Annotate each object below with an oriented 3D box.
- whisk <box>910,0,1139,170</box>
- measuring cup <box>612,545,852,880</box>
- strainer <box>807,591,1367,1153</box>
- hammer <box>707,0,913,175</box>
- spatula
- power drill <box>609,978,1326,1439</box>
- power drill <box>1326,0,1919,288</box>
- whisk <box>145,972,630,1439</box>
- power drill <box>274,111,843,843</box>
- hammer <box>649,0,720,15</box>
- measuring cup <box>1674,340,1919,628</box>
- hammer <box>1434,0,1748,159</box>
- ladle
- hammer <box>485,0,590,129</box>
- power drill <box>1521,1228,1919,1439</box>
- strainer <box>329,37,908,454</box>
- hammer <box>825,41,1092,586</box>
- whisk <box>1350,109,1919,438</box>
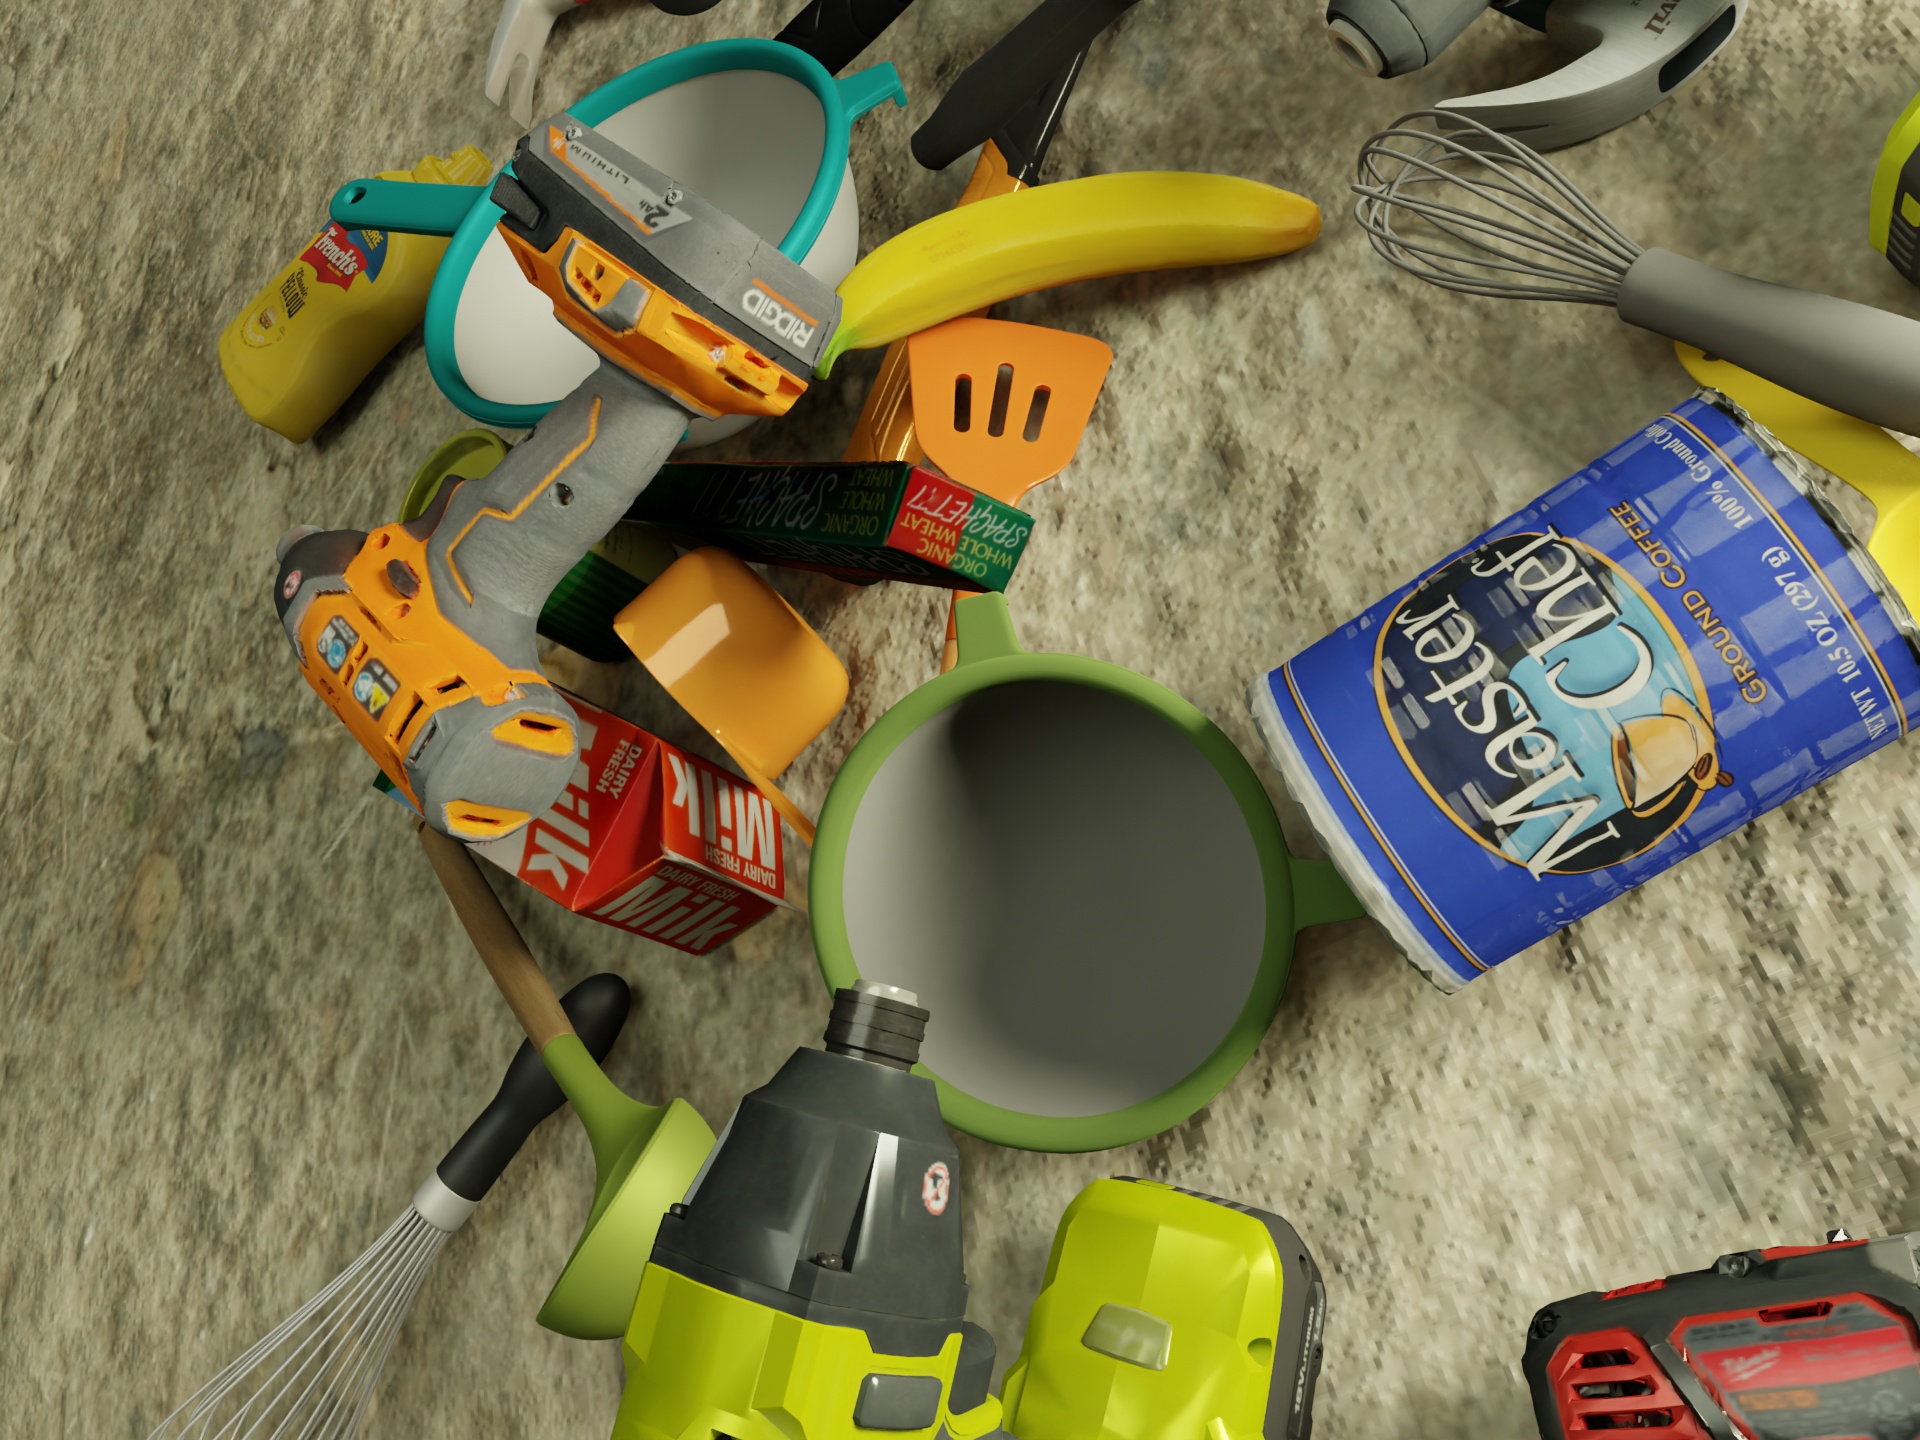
[{"bbox_3d":[0.068,-0.267,0.540,0.296,0.073,0.073,-21,57,52],"label":"whisk"},{"bbox_3d":[-0.064,-0.006,0.580,0.052,0.095,0.174,-45,42,0],"label":"measuring cup"},{"bbox_3d":[0.003,0.096,0.515,0.151,0.069,0.256,38,104,13],"label":"strainer"},{"bbox_3d":[0.004,-0.340,0.646,0.409,0.036,0.149,-22,75,44],"label":"hammer"},{"bbox_3d":[-0.001,-0.002,0.576,0.081,0.041,0.323,8,80,0],"label":"spatula"},{"bbox_3d":[0.008,0.164,0.380,0.080,0.223,0.171,4,73,35],"label":"power drill"},{"bbox_3d":[0.238,-0.227,0.459,0.190,0.080,0.229,-46,63,9],"label":"power drill"},{"bbox_3d":[-0.223,0.213,0.627,0.070,0.070,0.284,36,88,39],"label":"whisk"},{"bbox_3d":[-0.160,-0.092,0.568,0.164,0.084,0.226,38,99,31],"label":"power drill"},{"bbox_3d":[-0.031,-0.442,0.734,0.146,0.035,0.335,26,70,41],"label":"hammer"},{"bbox_3d":[0.253,-0.067,0.446,0.062,0.029,0.157,-34,43,10],"label":"measuring cup"},{"bbox_3d":[0.132,-0.311,0.594,0.331,0.033,0.128,40,95,29],"label":"hammer"},{"bbox_3d":[-0.168,0.105,0.595,0.078,0.062,0.320,-57,41,5],"label":"ladle"},{"bbox_3d":[-0.097,-0.398,0.813,0.386,0.038,0.143,5,75,36],"label":"hammer"},{"bbox_3d":[0.228,0.212,0.308,0.188,0.080,0.227,-20,57,26],"label":"power drill"},{"bbox_3d":[-0.172,-0.206,0.740,0.341,0.095,0.211,18,71,37],"label":"strainer"},{"bbox_3d":[0.007,-0.214,0.666,0.127,0.034,0.337,16,80,37],"label":"hammer"},{"bbox_3d":[0.207,-0.133,0.475,0.055,0.055,0.239,-53,48,4],"label":"whisk"}]
